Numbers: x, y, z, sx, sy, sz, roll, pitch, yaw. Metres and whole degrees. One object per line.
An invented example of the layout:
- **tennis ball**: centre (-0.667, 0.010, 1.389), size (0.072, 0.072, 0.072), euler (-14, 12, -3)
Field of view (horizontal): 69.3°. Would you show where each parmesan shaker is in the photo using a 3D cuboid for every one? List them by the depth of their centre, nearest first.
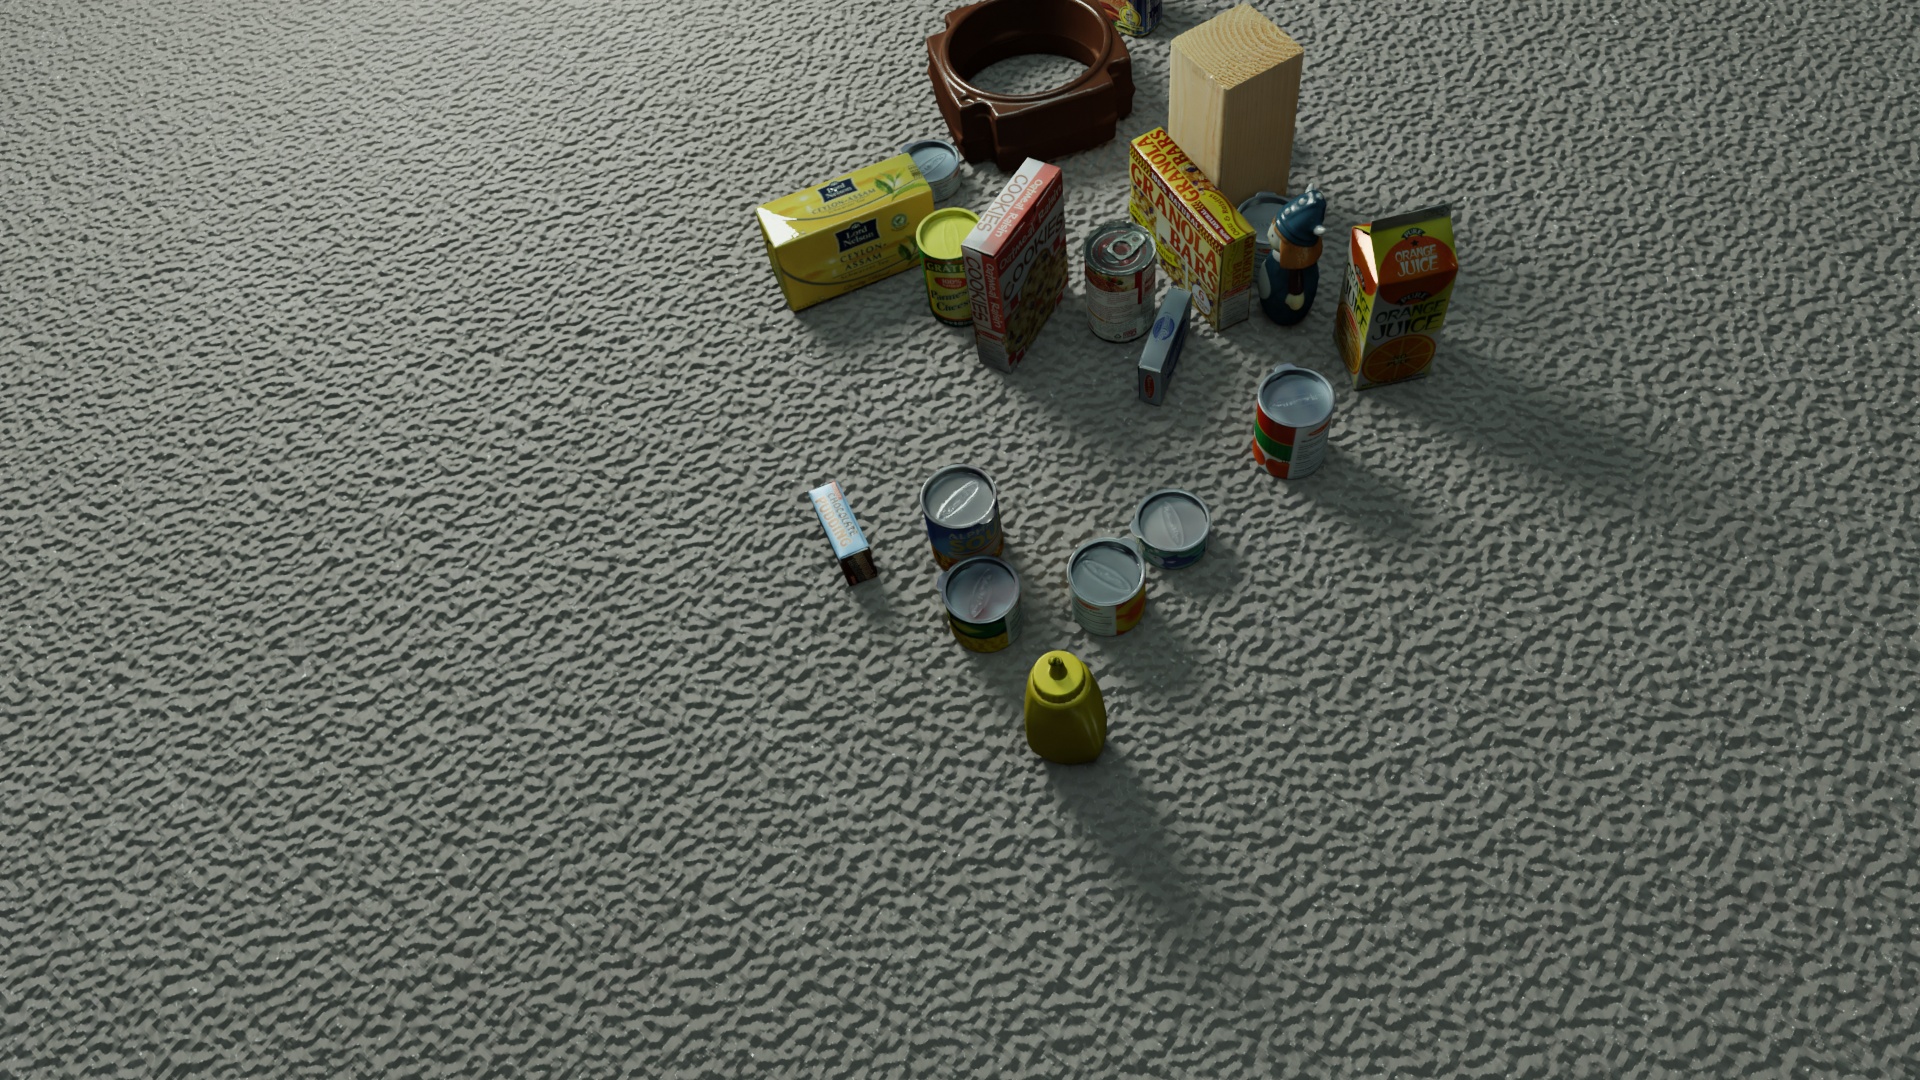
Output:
- **parmesan shaker**: centre (-0.001, -0.267, 1.364), size (0.071, 0.102, 0.071), euler (-3, 58, 5)

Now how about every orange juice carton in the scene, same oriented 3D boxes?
- **orange juice carton**: centre (0.387, -0.224, 1.236), size (0.072, 0.191, 0.073), euler (-12, 58, 0)

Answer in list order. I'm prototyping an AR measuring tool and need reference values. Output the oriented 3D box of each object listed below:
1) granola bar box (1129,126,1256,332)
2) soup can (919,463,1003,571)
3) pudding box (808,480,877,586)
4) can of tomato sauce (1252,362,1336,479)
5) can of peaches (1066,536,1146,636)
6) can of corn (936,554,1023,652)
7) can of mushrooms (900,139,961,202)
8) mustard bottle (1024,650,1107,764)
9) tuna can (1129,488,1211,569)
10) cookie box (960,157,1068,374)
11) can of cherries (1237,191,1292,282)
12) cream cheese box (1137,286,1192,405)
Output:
- **granola bar box**: centre (0.221, -0.300, 1.345), size (0.039, 0.123, 0.166), euler (-27, 59, -9)
- **soup can**: centre (0.004, -0.015, 1.218), size (0.071, 0.083, 0.071), euler (-3, 58, 5)
- **pudding box**: centre (-0.105, -0.007, 1.246), size (0.030, 0.049, 0.084), euler (-23, 58, -7)
- **can of tomato sauce**: centre (0.295, -0.105, 1.238), size (0.071, 0.082, 0.071), euler (-3, 58, 5)
- **can of peaches**: centre (0.127, 0.039, 1.184), size (0.071, 0.057, 0.071), euler (-3, 58, 5)
- **can of corn**: centre (0.018, 0.054, 1.188), size (0.071, 0.058, 0.071), euler (-3, 58, 5)
- **can of mushrooms**: centre (-0.034, -0.397, 1.491), size (0.071, 0.033, 0.071), euler (-3, 58, 5)
- **mustard bottle**: centre (0.080, 0.124, 1.076), size (0.065, 0.159, 0.049), euler (3, 59, 9)
- **tuna can**: centre (0.184, -0.009, 1.222), size (0.071, 0.032, 0.071), euler (-3, 58, 5)
- **cookie box**: centre (0.056, -0.257, 1.313), size (0.040, 0.166, 0.123), euler (24, 64, 20)
- **can of cherries**: centre (0.303, -0.300, 1.373), size (0.071, 0.058, 0.072), euler (-3, 58, 5)
- **cream cheese box**: centre (0.194, -0.185, 1.318), size (0.024, 0.053, 0.104), euler (15, 61, 16)
